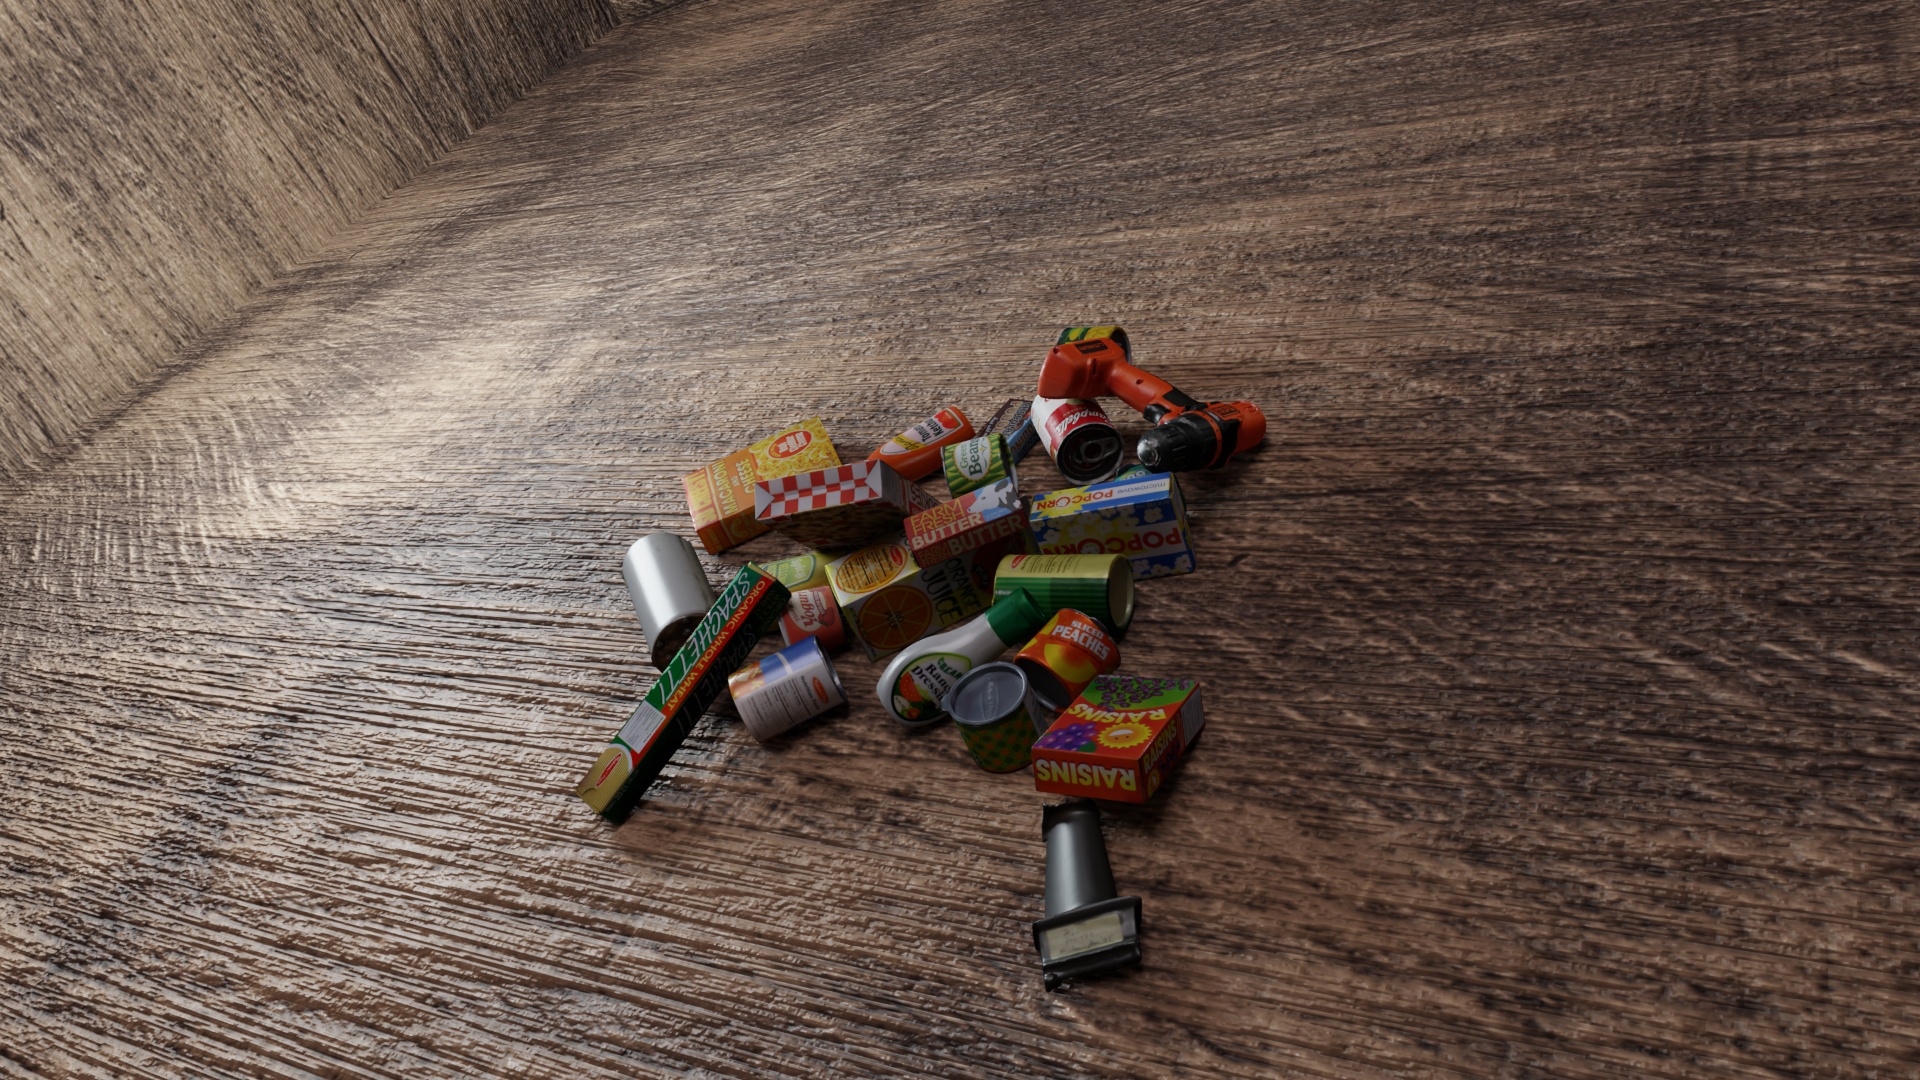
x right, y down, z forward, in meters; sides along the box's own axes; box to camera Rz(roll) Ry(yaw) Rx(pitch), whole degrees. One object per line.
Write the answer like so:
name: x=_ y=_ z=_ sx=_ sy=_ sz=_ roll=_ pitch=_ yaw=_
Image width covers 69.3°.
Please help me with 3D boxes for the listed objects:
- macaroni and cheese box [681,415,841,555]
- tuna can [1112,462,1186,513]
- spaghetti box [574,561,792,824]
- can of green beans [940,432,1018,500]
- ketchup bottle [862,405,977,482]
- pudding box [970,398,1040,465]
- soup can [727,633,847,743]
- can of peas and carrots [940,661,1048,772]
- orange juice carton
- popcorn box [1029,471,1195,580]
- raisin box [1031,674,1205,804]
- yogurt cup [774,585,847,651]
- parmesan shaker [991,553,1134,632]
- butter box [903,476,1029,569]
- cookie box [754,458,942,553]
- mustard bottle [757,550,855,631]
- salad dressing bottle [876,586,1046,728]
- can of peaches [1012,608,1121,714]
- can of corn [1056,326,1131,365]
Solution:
macaroni and cheese box: x=-0.210 y=-0.060 z=1.500 sx=0.166 sy=0.040 sz=0.124 roll=-25 pitch=35 yaw=-3
tuna can: x=0.164 y=-0.035 z=1.229 sx=0.071 sy=0.070 sz=0.033 roll=-19 pitch=36 yaw=5
spaghetti box: x=-0.240 y=0.131 z=1.211 sx=0.050 sy=0.028 sz=0.250 roll=24 pitch=74 yaw=46
can of green beans: x=0.020 y=-0.067 z=1.357 sx=0.058 sy=0.071 sz=0.071 roll=-14 pitch=36 yaw=13
ketchup bottle: x=-0.057 y=-0.085 z=1.444 sx=0.149 sy=0.043 sz=0.065 roll=-29 pitch=34 yaw=-8
pudding box: x=0.051 y=-0.109 z=1.426 sx=0.049 sy=0.030 sz=0.084 roll=13 pitch=49 yaw=39
soup can: x=-0.149 y=0.127 z=1.197 sx=0.084 sy=0.071 sz=0.071 roll=-25 pitch=35 yaw=-3
can of peas and carrots: x=0.028 y=0.139 z=1.086 sx=0.071 sy=0.058 sz=0.071 roll=-16 pitch=35 yaw=12
orange juice carton: x=-0.016 y=0.025 z=1.251 sx=0.193 sy=0.071 sz=0.073 roll=-25 pitch=35 yaw=-3
popcorn box: x=0.132 y=-0.006 z=1.198 sx=0.126 sy=0.085 sz=0.038 roll=-9 pitch=38 yaw=19
raisin box: x=0.116 y=0.143 z=1.016 sx=0.086 sy=0.040 sz=0.124 roll=2 pitch=21 yaw=30
yogurt cup: x=-0.136 y=0.075 z=1.261 sx=0.054 sy=0.072 sz=0.073 roll=-18 pitch=34 yaw=-6
parmesan shaker: x=0.087 y=0.046 z=1.169 sx=0.103 sy=0.071 sz=0.072 roll=-1 pitch=41 yaw=28
butter box: x=0.004 y=-0.015 z=1.206 sx=0.103 sy=0.024 sz=0.053 roll=-22 pitch=35 yaw=1
cookie box: x=-0.096 y=-0.024 z=1.288 sx=0.123 sy=0.167 sz=0.040 roll=-10 pitch=73 yaw=18
mustard bottle: x=-0.135 y=0.040 z=1.317 sx=0.160 sy=0.048 sz=0.065 roll=-16 pitch=39 yaw=10
salad dressing bottle: x=0.001 y=0.094 z=1.136 sx=0.147 sy=0.064 sz=0.044 roll=-37 pitch=13 yaw=8
can of peaches: x=0.084 y=0.096 z=1.102 sx=0.071 sy=0.071 sz=0.058 roll=20 pitch=54 yaw=45
can of corn: x=0.139 y=-0.190 z=1.451 sx=0.058 sy=0.071 sz=0.071 roll=2 pitch=42 yaw=31
